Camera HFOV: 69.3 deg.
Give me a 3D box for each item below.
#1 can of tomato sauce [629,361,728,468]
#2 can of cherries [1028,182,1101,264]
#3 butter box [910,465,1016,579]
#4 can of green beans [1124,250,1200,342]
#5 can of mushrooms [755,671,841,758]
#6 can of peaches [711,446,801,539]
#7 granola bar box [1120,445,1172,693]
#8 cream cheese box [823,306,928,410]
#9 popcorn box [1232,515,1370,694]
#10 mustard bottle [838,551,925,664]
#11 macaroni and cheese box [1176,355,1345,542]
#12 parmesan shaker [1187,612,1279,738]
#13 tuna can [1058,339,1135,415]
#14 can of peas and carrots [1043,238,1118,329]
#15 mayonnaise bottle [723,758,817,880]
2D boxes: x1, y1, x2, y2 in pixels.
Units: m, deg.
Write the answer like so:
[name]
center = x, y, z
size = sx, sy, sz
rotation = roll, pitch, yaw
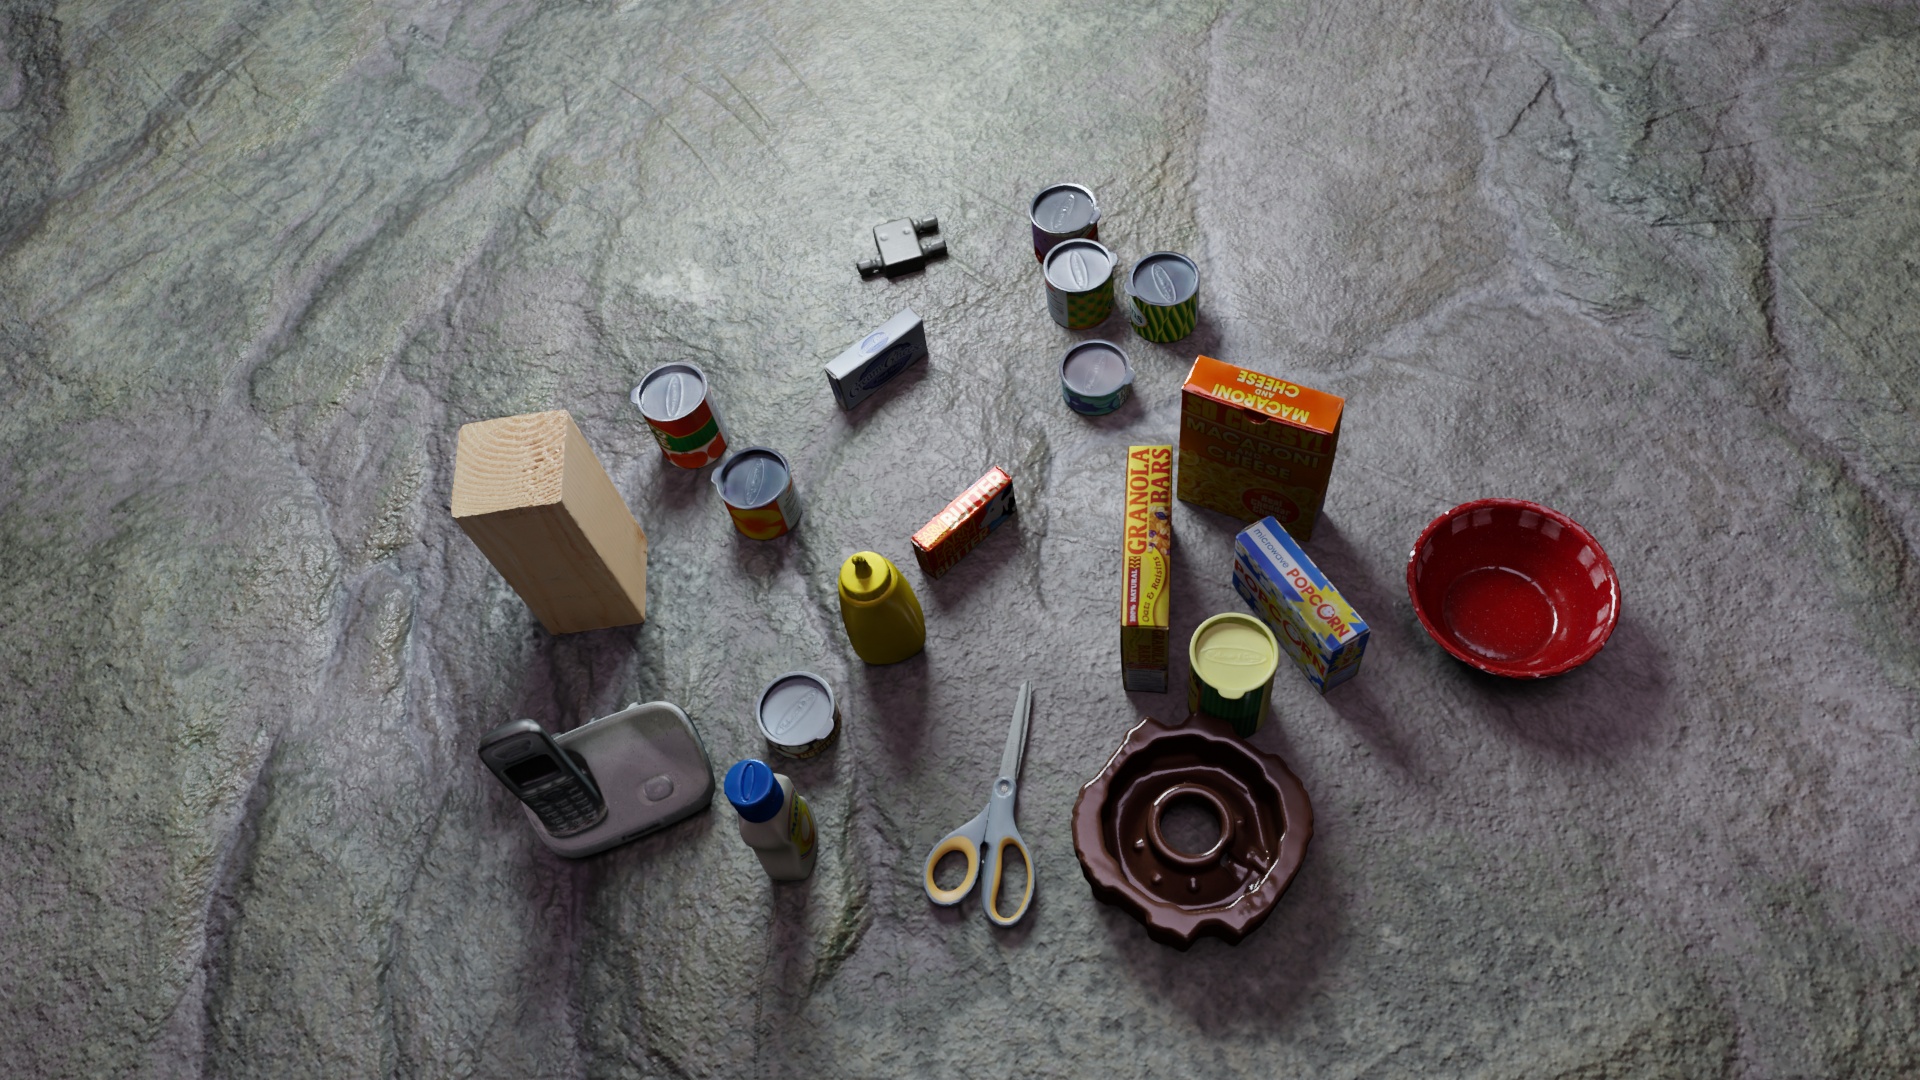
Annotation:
[can of tomato sauce]
center = -0.259, -0.114, 1.288
size = 0.071, 0.082, 0.071
rotation = -3, 60, 6
[can of cherries]
center = 0.105, -0.307, 1.368
size = 0.071, 0.058, 0.072
rotation = -3, 60, 6
[butter box]
center = 0.004, -0.015, 1.213
size = 0.104, 0.053, 0.024
rotation = -41, 63, -16
[can of green beans]
center = 0.192, -0.229, 1.312
size = 0.071, 0.057, 0.071
rotation = -3, 60, 6
[can of mushrooms]
center = -0.132, 0.146, 1.148
size = 0.071, 0.033, 0.071
rotation = -3, 60, 6
[can of peaches]
center = -0.182, -0.042, 1.250
size = 0.071, 0.057, 0.071
rotation = -3, 60, 6
[granola bar box]
center = 0.152, 0.024, 1.130
size = 0.039, 0.123, 0.166
rotation = 1, 60, 8
[cream cheese box]
center = -0.078, -0.172, 1.315
size = 0.104, 0.053, 0.024
rotation = -38, 62, -14
[popcorn box]
center = 0.272, 0.052, 1.121
size = 0.038, 0.085, 0.127
rotation = -30, 61, -10
[mustard bottle]
center = -0.068, 0.048, 1.124
size = 0.065, 0.159, 0.049
rotation = -16, 60, -1
[macaroni and cheese box]
center = 0.245, -0.073, 1.150
size = 0.124, 0.165, 0.040
rotation = 20, 65, 18
[parmesan shaker]
center = 0.211, 0.111, 1.084
size = 0.071, 0.102, 0.071
rotation = -3, 60, 6
[tuna can]
center = 0.127, -0.150, 1.288
size = 0.071, 0.032, 0.071
rotation = -3, 60, 6
[can of peas and carrots]
center = 0.116, -0.246, 1.330
size = 0.071, 0.058, 0.071
rotation = -3, 60, 6
[mayonnaise bottle]
center = -0.142, 0.208, 1.047
size = 0.041, 0.147, 0.065
rotation = -1, 60, 7
